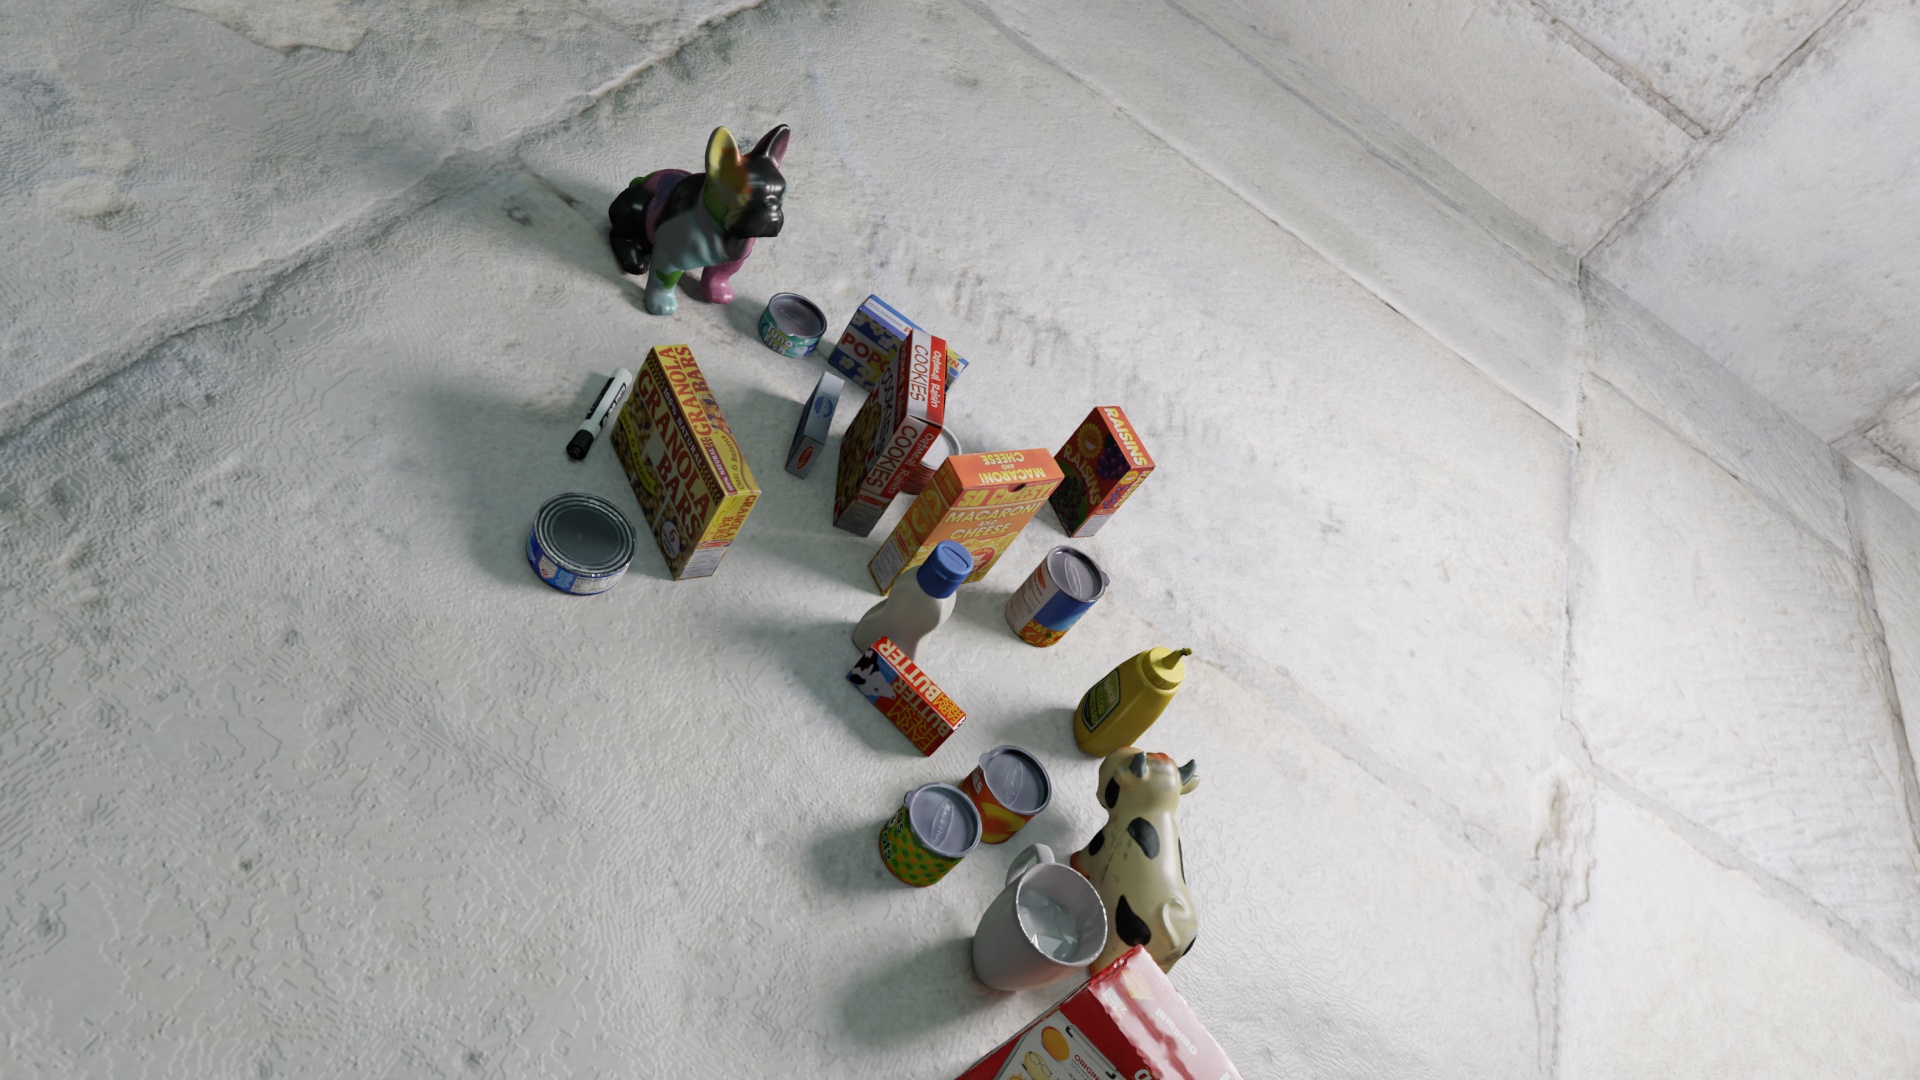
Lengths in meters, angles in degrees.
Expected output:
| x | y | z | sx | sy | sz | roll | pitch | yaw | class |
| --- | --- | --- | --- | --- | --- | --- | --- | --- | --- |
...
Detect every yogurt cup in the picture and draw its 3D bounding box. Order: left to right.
| x | y | z | sx | sy | sz | roll | pitch | yaw | class |
| --- | --- | --- | --- | --- | --- | --- | --- | --- | --- |
| -0.040 | -0.083 | 1.407 | 0.072 | 0.053 | 0.073 | 19 | 45 | -20 | yogurt cup |

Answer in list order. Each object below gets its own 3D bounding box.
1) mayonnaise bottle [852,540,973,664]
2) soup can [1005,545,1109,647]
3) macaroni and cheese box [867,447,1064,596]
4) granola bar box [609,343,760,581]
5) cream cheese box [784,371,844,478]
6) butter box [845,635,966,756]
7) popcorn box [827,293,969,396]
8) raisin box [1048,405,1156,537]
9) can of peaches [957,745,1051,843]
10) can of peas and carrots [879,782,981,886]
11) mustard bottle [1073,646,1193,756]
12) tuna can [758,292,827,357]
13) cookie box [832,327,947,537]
| x | y | z | sx | sy | sz | roll | pitch | yaw | class |
| --- | --- | --- | --- | --- | --- | --- | --- | --- | --- |
| -0.038 | 0.057 | 1.213 | 0.065 | 0.147 | 0.041 | 39 | 41 | 1 | mayonnaise bottle |
| 0.094 | 0.056 | 1.354 | 0.071 | 0.083 | 0.072 | 19 | 45 | -20 | soup can |
| 0.005 | -0.016 | 1.294 | 0.124 | 0.165 | 0.040 | -8 | 59 | -39 | macaroni and cheese box |
| -0.242 | -0.067 | 1.200 | 0.039 | 0.123 | 0.166 | -8 | 59 | -40 | granola bar box |
| -0.143 | -0.114 | 1.364 | 0.024 | 0.053 | 0.104 | 25 | 43 | -14 | cream cheese box |
| -0.047 | 0.136 | 1.207 | 0.103 | 0.053 | 0.024 | 44 | 42 | 6 | butter box |
| -0.066 | -0.188 | 1.459 | 0.127 | 0.084 | 0.038 | 35 | 41 | -3 | popcorn box |
| 0.143 | -0.072 | 1.473 | 0.040 | 0.122 | 0.086 | -4 | 56 | -37 | raisin box |
| 0.033 | 0.216 | 1.187 | 0.071 | 0.057 | 0.071 | 19 | 45 | -20 | can of peaches |
| -0.027 | 0.238 | 1.125 | 0.071 | 0.058 | 0.071 | 19 | 45 | -20 | can of peas and carrots |
| 0.161 | 0.138 | 1.270 | 0.049 | 0.159 | 0.065 | 19 | 45 | -21 | mustard bottle |
| -0.177 | -0.224 | 1.454 | 0.071 | 0.032 | 0.071 | 19 | 45 | -20 | tuna can |
| -0.067 | -0.102 | 1.320 | 0.040 | 0.166 | 0.123 | 20 | 44 | -20 | cookie box |
